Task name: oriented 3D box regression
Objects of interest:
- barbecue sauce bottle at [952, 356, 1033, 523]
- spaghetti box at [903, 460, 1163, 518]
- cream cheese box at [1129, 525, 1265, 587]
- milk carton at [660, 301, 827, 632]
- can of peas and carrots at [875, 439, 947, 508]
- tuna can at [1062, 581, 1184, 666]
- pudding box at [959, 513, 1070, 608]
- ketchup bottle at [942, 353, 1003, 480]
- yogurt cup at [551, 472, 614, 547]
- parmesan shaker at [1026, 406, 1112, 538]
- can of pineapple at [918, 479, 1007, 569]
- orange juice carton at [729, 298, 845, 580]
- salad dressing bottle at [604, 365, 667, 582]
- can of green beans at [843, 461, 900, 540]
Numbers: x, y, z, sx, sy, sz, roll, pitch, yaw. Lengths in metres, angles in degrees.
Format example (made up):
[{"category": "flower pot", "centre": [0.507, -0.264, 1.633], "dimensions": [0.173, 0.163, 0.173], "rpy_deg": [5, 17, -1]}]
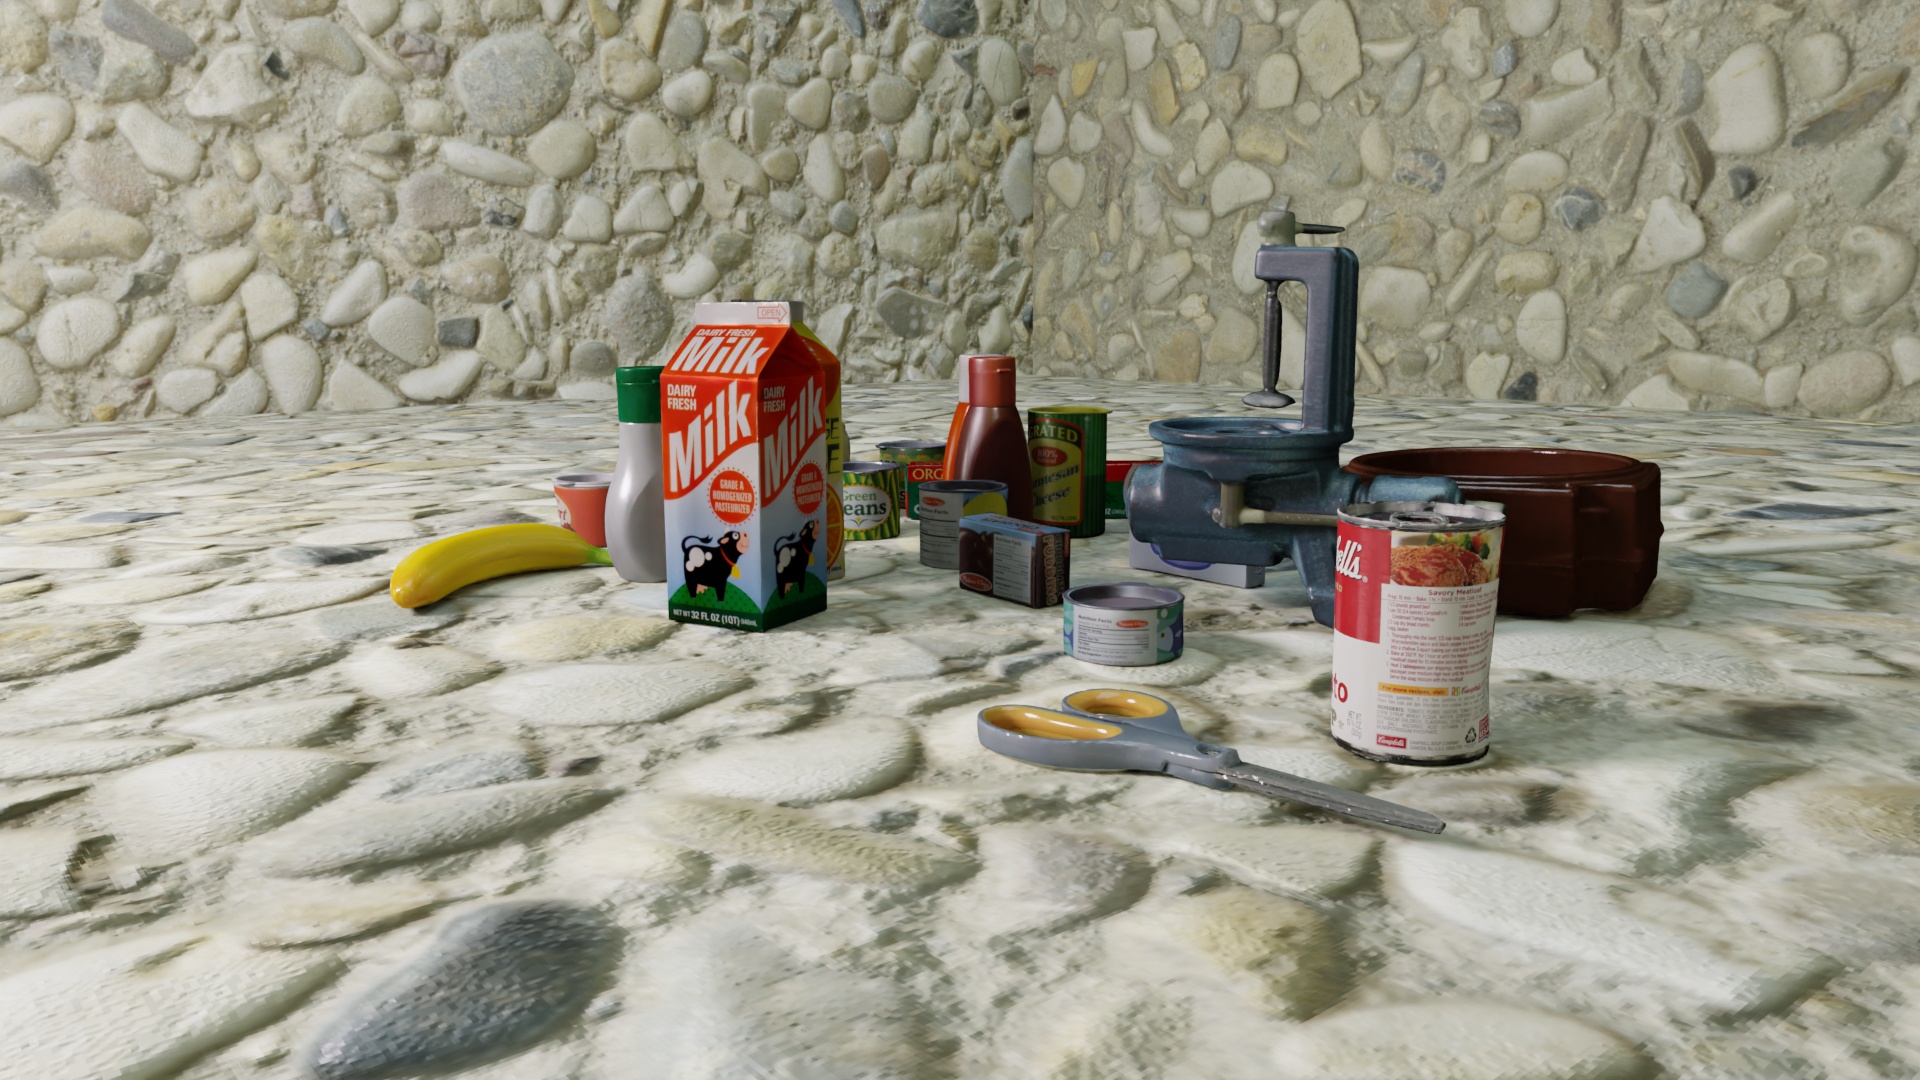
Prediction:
[{"category": "barbecue sauce bottle", "centre": [0.025, -0.068, 1.074], "dimensions": [0.065, 0.148, 0.043], "rpy_deg": [-5, 10, -29]}, {"category": "spaghetti box", "centre": [0.074, -0.045, 1.232], "dimensions": [0.250, 0.050, 0.029], "rpy_deg": [0, 9, 0]}, {"category": "cream cheese box", "centre": [0.163, -0.001, 0.961], "dimensions": [0.024, 0.053, 0.104], "rpy_deg": [-9, 13, -42]}, {"category": "milk carton", "centre": [-0.129, -0.047, 0.835], "dimensions": [0.072, 0.190, 0.074], "rpy_deg": [4, 10, 27]}, {"category": "can of peas and carrots", "centre": [-0.046, -0.063, 1.314], "dimensions": [0.071, 0.058, 0.071], "rpy_deg": [0, 9, 0]}, {"category": "tuna can", "centre": [0.089, 0.045, 0.759], "dimensions": [0.071, 0.032, 0.071], "rpy_deg": [0, 10, 0]}, {"category": "pudding box", "centre": [0.034, 0.012, 0.902], "dimensions": [0.030, 0.049, 0.083], "rpy_deg": [-7, 12, -36]}, {"category": "ketchup bottle", "centre": [0.017, -0.075, 1.117], "dimensions": [0.065, 0.148, 0.043], "rpy_deg": [-2, 9, -12]}, {"category": "yogurt cup", "centre": [-0.291, -0.025, 1.112], "dimensions": [0.072, 0.054, 0.072], "rpy_deg": [0, 9, 0]}, {"category": "parmesan shaker", "centre": [0.090, -0.057, 1.144], "dimensions": [0.071, 0.103, 0.071], "rpy_deg": [0, 9, 0]}, {"category": "can of pineapple", "centre": [0.004, -0.013, 1.023], "dimensions": [0.071, 0.057, 0.071], "rpy_deg": [0, 9, 0]}, {"category": "orange juice carton", "centre": [-0.129, -0.067, 0.947], "dimensions": [0.073, 0.192, 0.072], "rpy_deg": [7, 12, 38]}, {"category": "salad dressing bottle", "centre": [-0.216, -0.047, 0.961], "dimensions": [0.044, 0.147, 0.064], "rpy_deg": [8, 12, 41]}, {"category": "can of green beans", "centre": [-0.082, -0.033, 1.144], "dimensions": [0.071, 0.057, 0.071], "rpy_deg": [0, 9, 0]}]
